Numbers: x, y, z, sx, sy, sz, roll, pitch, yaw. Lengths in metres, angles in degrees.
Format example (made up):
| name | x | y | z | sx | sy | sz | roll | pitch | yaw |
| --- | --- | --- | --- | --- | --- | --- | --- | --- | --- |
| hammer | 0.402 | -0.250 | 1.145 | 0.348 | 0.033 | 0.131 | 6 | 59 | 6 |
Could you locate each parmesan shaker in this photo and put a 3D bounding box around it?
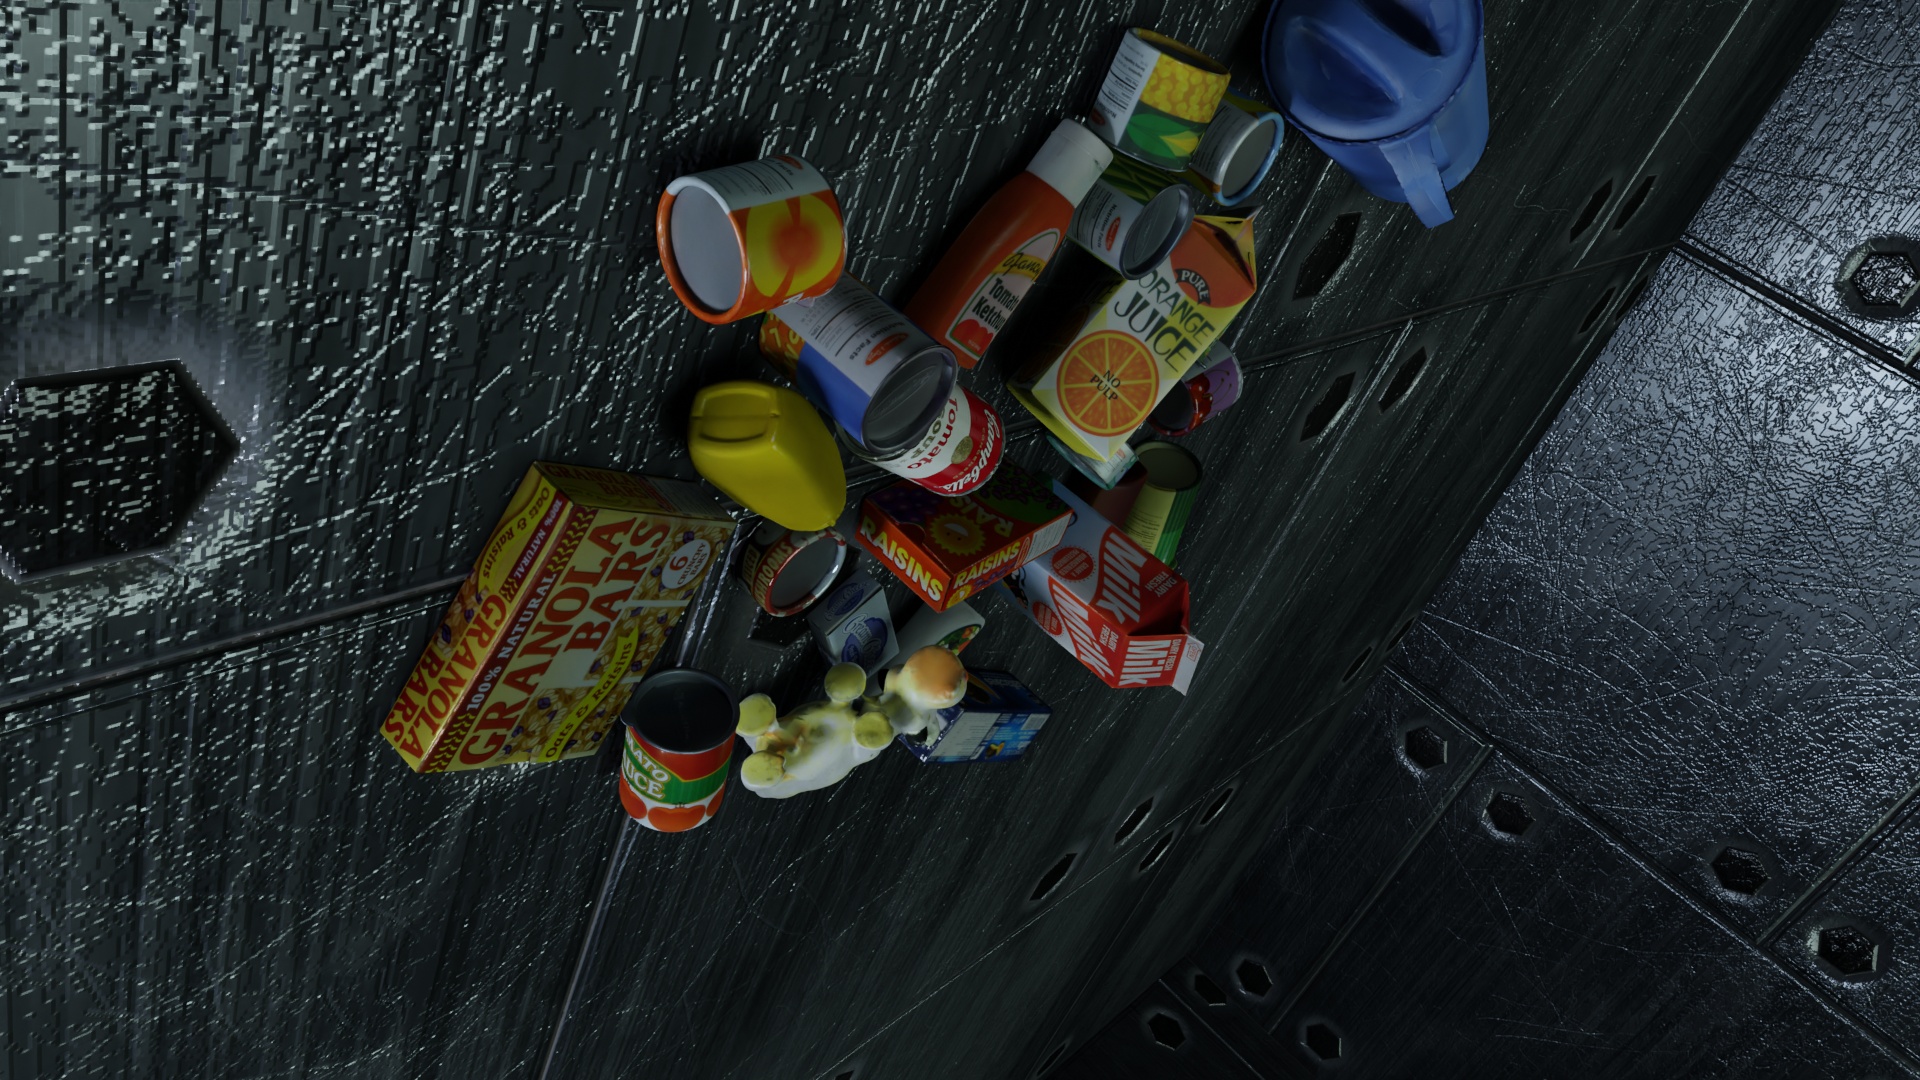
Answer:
| name | x | y | z | sx | sy | sz | roll | pitch | yaw |
| --- | --- | --- | --- | --- | --- | --- | --- | --- | --- |
| parmesan shaker | 0.168 | -0.028 | 1.204 | 0.071 | 0.071 | 0.102 | -32 | 150 | -34 |

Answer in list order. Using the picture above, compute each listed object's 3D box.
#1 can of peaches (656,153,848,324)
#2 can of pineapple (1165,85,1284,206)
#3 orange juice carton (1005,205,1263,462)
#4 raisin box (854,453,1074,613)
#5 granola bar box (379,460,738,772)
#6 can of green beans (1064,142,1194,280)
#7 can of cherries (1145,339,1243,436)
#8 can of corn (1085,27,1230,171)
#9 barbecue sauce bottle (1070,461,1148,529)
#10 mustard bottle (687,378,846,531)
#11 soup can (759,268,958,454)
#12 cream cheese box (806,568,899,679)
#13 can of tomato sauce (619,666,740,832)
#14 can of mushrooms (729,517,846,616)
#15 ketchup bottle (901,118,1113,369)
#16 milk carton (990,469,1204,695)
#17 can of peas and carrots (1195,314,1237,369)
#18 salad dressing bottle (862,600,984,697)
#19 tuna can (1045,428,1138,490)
| name | x | y | z | sx | sy | sz | roll | pitch | yaw |
| --- | --- | --- | --- | --- | --- | --- | --- | --- | --- |
| can of peaches | -0.093 | -0.132 | 0.619 | 0.058 | 0.071 | 0.070 | -26 | 146 | -40 |
| can of pineapple | 0.165 | -0.256 | 0.890 | 0.071 | 0.058 | 0.070 | -39 | 153 | -24 |
| orange juice carton | 0.124 | -0.149 | 0.923 | 0.192 | 0.073 | 0.072 | -49 | -165 | -1 |
| raisin box | 0.003 | -0.012 | 0.932 | 0.124 | 0.086 | 0.039 | -28 | 149 | -40 |
| granola bar box | -0.203 | 0.042 | 0.717 | 0.165 | 0.039 | 0.124 | -56 | 154 | 14 |
| can of green beans | 0.100 | -0.203 | 0.855 | 0.071 | 0.058 | 0.071 | -38 | 153 | -24 |
| can of cherries | 0.179 | -0.120 | 1.094 | 0.058 | 0.071 | 0.071 | -33 | 150 | -33 |
| can of corn | 0.116 | -0.253 | 0.799 | 0.071 | 0.071 | 0.058 | -17 | 139 | -50 |
| barbecue sauce bottle | 0.104 | -0.004 | 1.163 | 0.065 | 0.044 | 0.147 | -16 | 140 | -42 |
| mustard bottle | -0.096 | -0.038 | 0.759 | 0.160 | 0.065 | 0.049 | 57 | 36 | -69 |
| soup can | -0.053 | -0.093 | 0.723 | 0.071 | 0.084 | 0.071 | -38 | 153 | -23 |
| cream cheese box | -0.075 | 0.067 | 0.986 | 0.053 | 0.024 | 0.103 | -42 | 154 | -18 |
| can of tomato sauce | -0.176 | 0.130 | 0.857 | 0.071 | 0.071 | 0.082 | -28 | 148 | -39 |
| can of mushrooms | -0.105 | 0.012 | 0.847 | 0.071 | 0.033 | 0.070 | -39 | 154 | -23 |
| ketchup bottle | 0.028 | -0.172 | 0.799 | 0.148 | 0.043 | 0.064 | -53 | 155 | 6 |
| milk carton | 0.103 | 0.039 | 1.044 | 0.074 | 0.191 | 0.072 | -36 | 152 | -27 |
| can of peas and carrots | 0.166 | -0.168 | 1.002 | 0.058 | 0.071 | 0.071 | -54 | 155 | 7 |
| salad dressing bottle | -0.045 | 0.102 | 1.062 | 0.147 | 0.044 | 0.064 | -48 | 160 | -2 |
| tuna can | 0.096 | -0.070 | 1.033 | 0.033 | 0.071 | 0.071 | -48 | 155 | -1 |
